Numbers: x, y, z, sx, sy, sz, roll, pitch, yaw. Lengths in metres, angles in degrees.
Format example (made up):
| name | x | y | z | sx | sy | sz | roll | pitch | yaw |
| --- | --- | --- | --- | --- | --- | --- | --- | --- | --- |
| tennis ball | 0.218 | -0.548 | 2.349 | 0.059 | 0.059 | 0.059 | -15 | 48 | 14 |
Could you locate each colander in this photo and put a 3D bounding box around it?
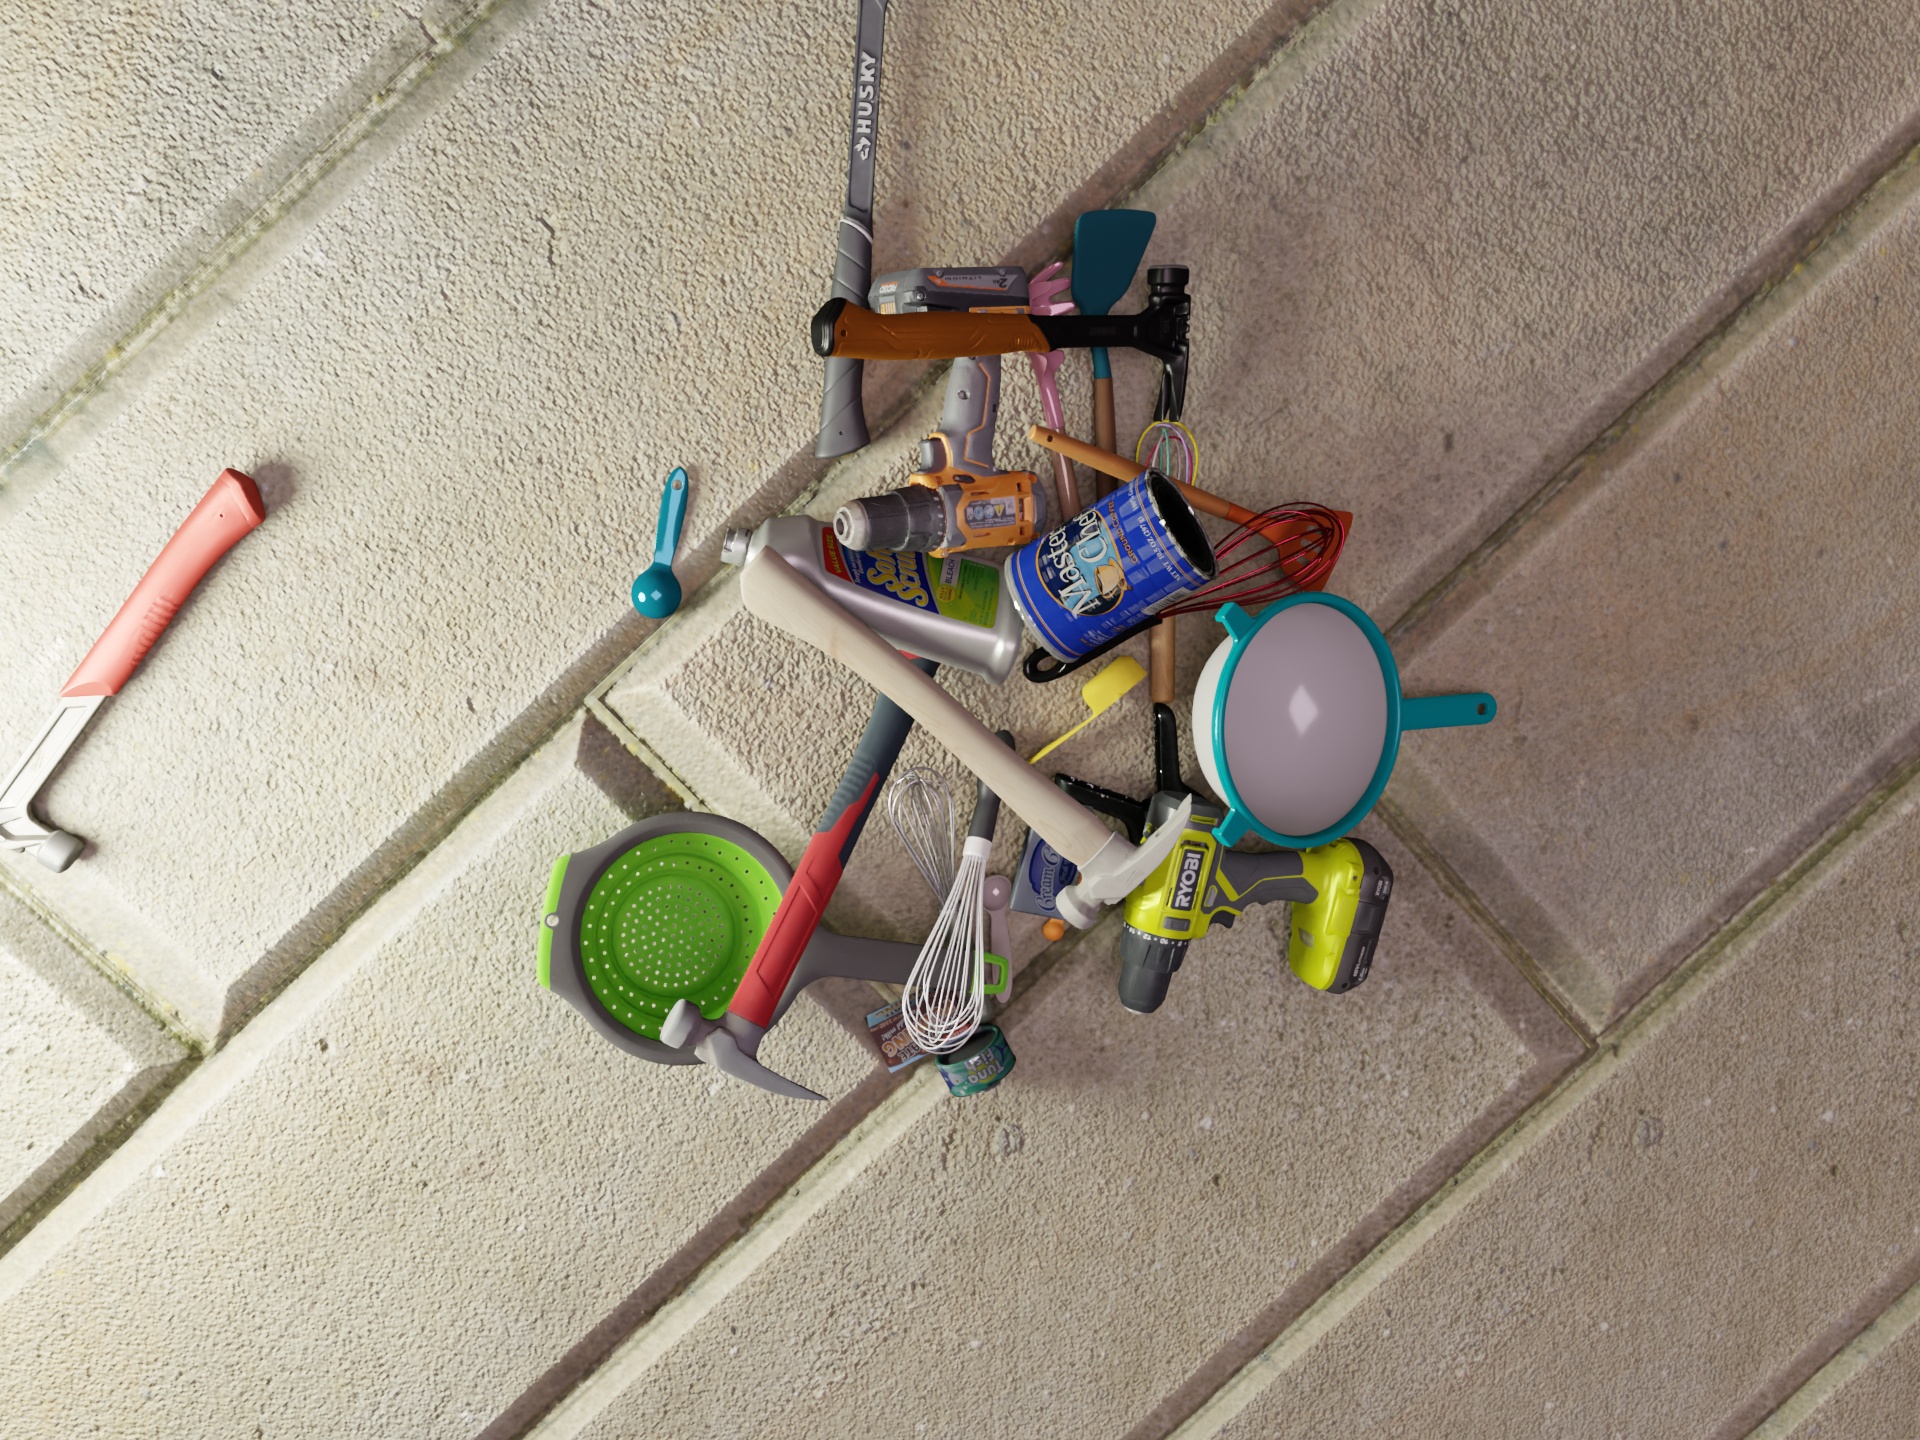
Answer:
| name | x | y | z | sx | sy | sz | roll | pitch | yaw |
| --- | --- | --- | --- | --- | --- | --- | --- | --- | --- |
| colander | -0.157 | 0.193 | 1.351 | 0.397 | 0.094 | 0.204 | 10 | 80 | -17 |

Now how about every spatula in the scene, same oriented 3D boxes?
| name | x | y | z | sx | sy | sz | roll | pitch | yaw |
| --- | --- | --- | --- | --- | --- | --- | --- | --- | --- |
| spatula | 0.196 | -0.184 | 1.323 | 0.322 | 0.041 | 0.081 | 18 | 100 | -21 |
| spatula | 0.126 | -0.261 | 1.332 | 0.082 | 0.044 | 0.317 | -12 | 105 | -33 |

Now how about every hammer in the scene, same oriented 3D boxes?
| name | x | y | z | sx | sy | sz | roll | pitch | yaw |
| --- | --- | --- | --- | --- | --- | --- | --- | --- | --- |
| hammer | -0.087 | -0.416 | 1.283 | 0.149 | 0.036 | 0.409 | 4 | 100 | -7 |
| hammer | 0.040 | -0.292 | 1.235 | 0.336 | 0.034 | 0.127 | -8 | 105 | -30 |
| hammer | -0.685 | -0.056 | 1.272 | 0.149 | 0.037 | 0.359 | 37 | 94 | -12 |
| hammer | -0.002 | -0.004 | 1.282 | 0.410 | 0.038 | 0.146 | 40 | 111 | -9 |
| hammer | -0.095 | 0.116 | 1.310 | 0.143 | 0.038 | 0.386 | 29 | 75 | -14 |

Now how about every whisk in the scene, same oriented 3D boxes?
| name | x | y | z | sx | sy | sz | roll | pitch | yaw |
| --- | --- | --- | --- | --- | --- | --- | --- | --- | --- |
| whisk | 0.177 | -0.134 | 1.363 | 0.047 | 0.051 | 0.245 | -4 | 104 | -12 |
| whisk | -0.010 | 0.155 | 1.390 | 0.059 | 0.058 | 0.246 | -23 | 108 | -23 |
| whisk | 0.006 | 0.138 | 1.336 | 0.070 | 0.070 | 0.285 | 17 | 70 | -10 |
| whisk | 0.180 | -0.099 | 1.325 | 0.296 | 0.073 | 0.073 | -25 | 103 | 21 |

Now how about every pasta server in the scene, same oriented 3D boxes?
| name | x | y | z | sx | sy | sz | roll | pitch | yaw |
| --- | --- | --- | --- | --- | --- | --- | --- | --- | --- |
| pasta server | 0.092 | -0.221 | 1.339 | 0.040 | 0.060 | 0.316 | -5 | 105 | 26 |

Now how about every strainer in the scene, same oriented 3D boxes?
| name | x | y | z | sx | sy | sz | roll | pitch | yaw |
| --- | --- | --- | --- | --- | --- | --- | --- | --- | --- |
| strainer | 0.319 | -0.006 | 1.371 | 0.340 | 0.095 | 0.211 | -4 | 96 | -34 |

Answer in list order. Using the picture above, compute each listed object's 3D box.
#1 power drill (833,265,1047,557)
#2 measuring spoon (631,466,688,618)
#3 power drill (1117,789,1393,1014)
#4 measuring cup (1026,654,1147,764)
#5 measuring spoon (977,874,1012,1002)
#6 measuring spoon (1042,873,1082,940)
| name | x | y | z | sx | sy | sz | roll | pitch | yaw |
| --- | --- | --- | --- | --- | --- | --- | --- | --- | --- |
| power drill | -0.022 | -0.244 | 1.274 | 0.185 | 0.084 | 0.226 | -11 | 104 | -31 |
| measuring spoon | -0.244 | -0.146 | 1.317 | 0.042 | 0.021 | 0.128 | 11 | 100 | -9 |
| power drill | 0.247 | 0.171 | 1.384 | 0.228 | 0.080 | 0.190 | 10 | 98 | -21 |
| measuring cup | 0.092 | -0.003 | 1.377 | 0.156 | 0.062 | 0.029 | -38 | 89 | 12 |
| measuring spoon | 0.031 | 0.194 | 1.418 | 0.034 | 0.018 | 0.124 | -14 | 109 | -28 |
| measuring spoon | 0.099 | 0.146 | 1.408 | 0.021 | 0.011 | 0.117 | 18 | 108 | -9 |
